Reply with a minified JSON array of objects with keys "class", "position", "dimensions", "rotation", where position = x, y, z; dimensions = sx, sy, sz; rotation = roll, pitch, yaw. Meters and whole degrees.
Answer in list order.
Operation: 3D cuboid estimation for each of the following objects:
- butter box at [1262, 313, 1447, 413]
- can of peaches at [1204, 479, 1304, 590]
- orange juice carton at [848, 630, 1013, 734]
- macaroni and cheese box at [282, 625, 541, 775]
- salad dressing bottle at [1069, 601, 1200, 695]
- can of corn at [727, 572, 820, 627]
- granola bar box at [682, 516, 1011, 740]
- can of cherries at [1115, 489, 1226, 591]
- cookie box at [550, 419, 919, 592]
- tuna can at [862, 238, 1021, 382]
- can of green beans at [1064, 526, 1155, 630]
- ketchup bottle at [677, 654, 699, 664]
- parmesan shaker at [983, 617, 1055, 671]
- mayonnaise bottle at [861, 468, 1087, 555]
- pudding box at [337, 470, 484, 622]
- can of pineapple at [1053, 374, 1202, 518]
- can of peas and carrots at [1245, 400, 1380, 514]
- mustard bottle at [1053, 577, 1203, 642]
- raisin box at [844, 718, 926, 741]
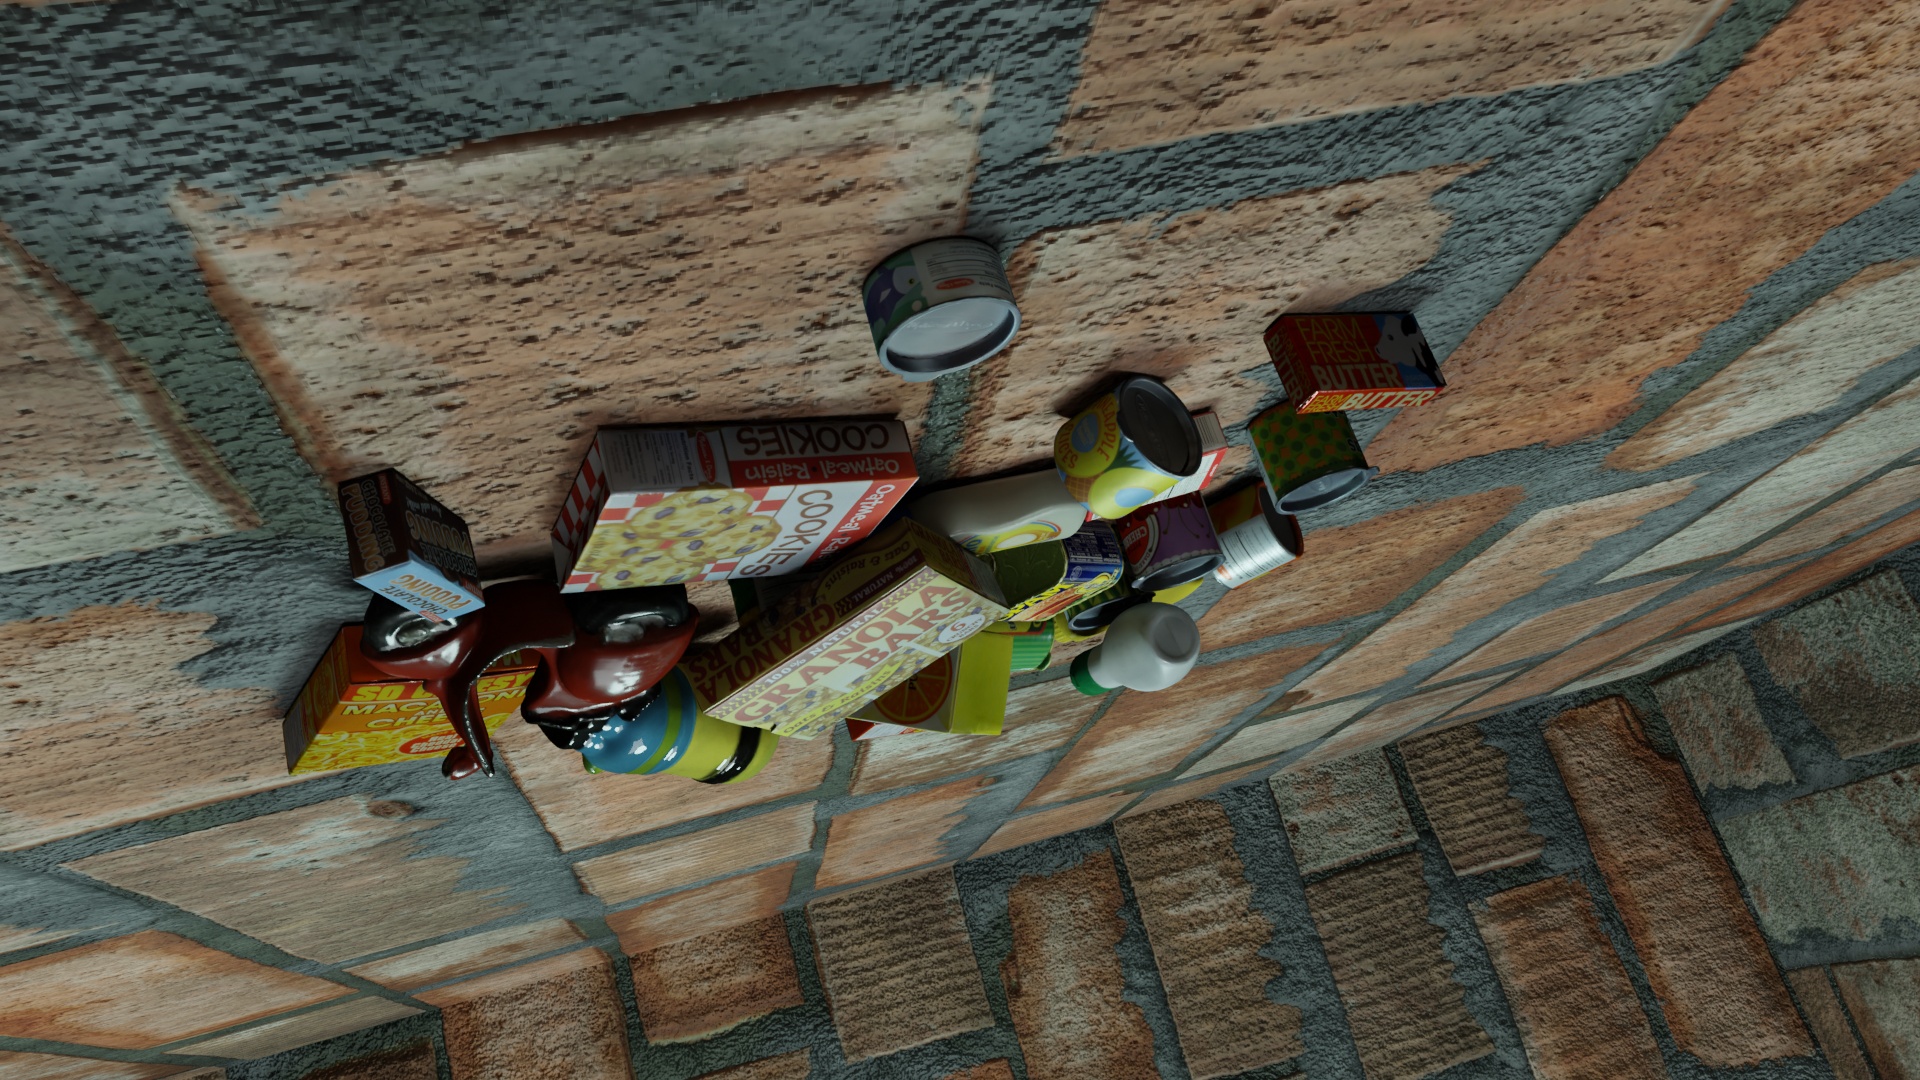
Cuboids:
[{"class":"butter box","position":[0.226,-0.102,0.794],"dimensions":[0.104,0.053,0.024],"rotation":[-6,156,-29]},{"class":"can of peaches","position":[0.216,-0.006,1.042],"dimensions":[0.058,0.071,0.071],"rotation":[-30,157,31]},{"class":"orange juice carton","position":[-0.065,0.091,0.994],"dimensions":[0.192,0.073,0.072],"rotation":[4,174,32]},{"class":"macaroni and cheese box","position":[-0.345,0.099,0.883],"dimensions":[0.124,0.040,0.165],"rotation":[-2,156,-39]},{"class":"salad dressing bottle","position":[0.127,0.088,1.053],"dimensions":[0.044,0.064,0.147],"rotation":[-24,174,-25]},{"class":"can of corn","position":[-0.113,0.046,0.908],"dimensions":[0.071,0.058,0.071],"rotation":[-15,161,-5]},{"class":"granola bar box","position":[-0.065,0.059,0.847],"dimensions":[0.165,0.039,0.124],"rotation":[-34,154,13]},{"class":"can of cherries","position":[0.148,-0.002,1.001],"dimensions":[0.071,0.058,0.071],"rotation":[-15,162,-5]},{"class":"cookie box","position":[-0.122,-0.019,0.747],"dimensions":[0.168,0.040,0.122],"rotation":[-5,158,-30]},{"class":"tuna can","position":[-0.010,-0.102,0.621],"dimensions":[0.071,0.033,0.071],"rotation":[-15,161,-5]},{"class":"can of green beans","position":[0.104,0.029,1.048],"dimensions":[0.071,0.058,0.071],"rotation":[-15,161,-5]},{"class":"ketchup bottle","position":[-0.228,0.109,1.006],"dimensions":[0.149,0.043,0.064],"rotation":[2,148,-43]},{"class":"parmesan shaker","position":[0.015,0.071,1.071],"dimensions":[0.103,0.071,0.071],"rotation":[2,153,-43]},{"class":"mayonnaise bottle","position":[0.003,-0.011,0.875],"dimensions":[0.148,0.041,0.064],"rotation":[-12,162,-17]},{"class":"pudding box","position":[-0.265,0.005,0.674],"dimensions":[0.030,0.050,0.083],"rotation":[-19,161,0]},{"class":"can of pineapple","position":[0.094,-0.054,0.798],"dimensions":[0.071,0.071,0.057],"rotation":[2,154,-43]},{"class":"can of peas and carrots","position":[0.231,-0.058,0.914],"dimensions":[0.071,0.059,0.070],"rotation":[-16,161,-6]},{"class":"mustard bottle","position":[0.115,0.047,1.124],"dimensions":[0.160,0.049,0.065],"rotation":[-27,158,29]},{"class":"raisin box","position":[-0.039,0.106,1.098],"dimensions":[0.123,0.086,0.040],"rotation":[-1,150,-39]}]
